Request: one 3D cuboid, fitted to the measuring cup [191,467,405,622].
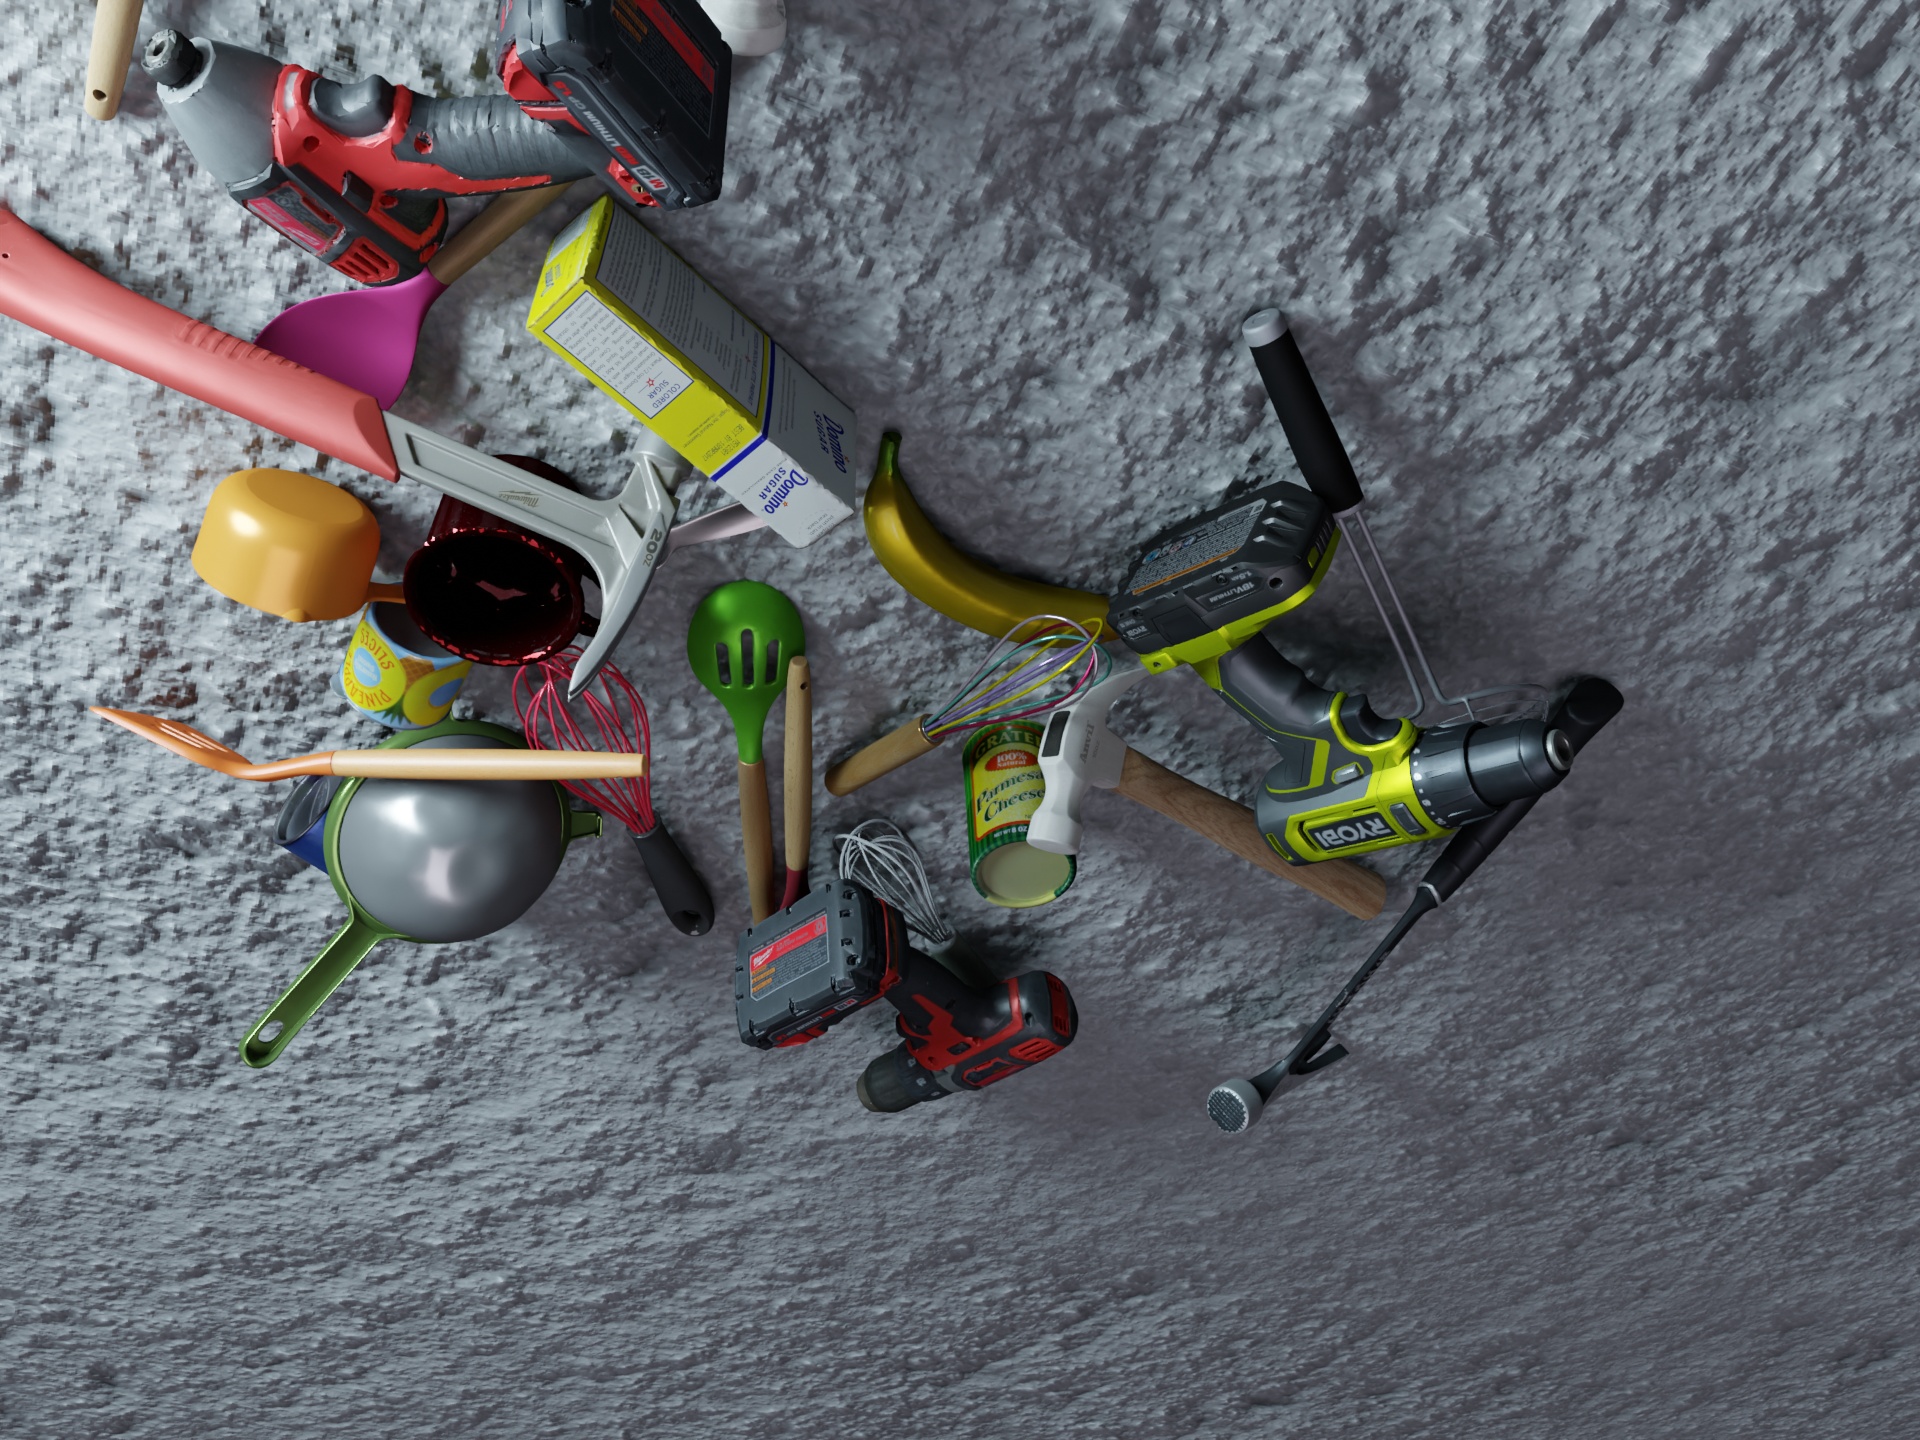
[{"bbox_3d":[-0.320,-0.093,0.865,0.173,0.095,0.052,6,119,-38],"label":"measuring cup"}]

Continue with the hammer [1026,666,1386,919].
[{"bbox_3d":[0.173,0.064,1.023,0.331,0.130,0.031,26,160,-38],"label":"hammer"}]

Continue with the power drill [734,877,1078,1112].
[{"bbox_3d":[-0.053,0.206,1.099,0.188,0.080,0.226,-31,137,29],"label":"power drill"}]

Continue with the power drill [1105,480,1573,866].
[{"bbox_3d":[0.209,-0.018,0.891,0.190,0.080,0.228,-21,119,47],"label":"power drill"}]

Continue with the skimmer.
[{"bbox_3d":[0.241,-0.089,0.926,0.127,0.090,0.363,-22,120,19],"label":"skimmer"}]

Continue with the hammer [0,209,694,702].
[{"bbox_3d":[-0.317,-0.142,0.767,0.359,0.149,0.036,23,164,-8],"label":"hammer"}]

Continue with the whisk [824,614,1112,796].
[{"bbox_3d":[0.000,-0.004,0.953,0.051,0.047,0.245,23,144,-35],"label":"whisk"}]

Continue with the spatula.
[{"bbox_3d":[-0.337,0.016,0.920,0.322,0.041,0.081,0,173,8],"label":"spatula"}]

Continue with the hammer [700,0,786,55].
[{"bbox_3d":[-0.263,-0.345,0.600,0.410,0.038,0.146,1,144,-14],"label":"hammer"}]

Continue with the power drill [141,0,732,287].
[{"bbox_3d":[-0.218,-0.255,0.661,0.220,0.079,0.143,-7,160,23],"label":"power drill"}]

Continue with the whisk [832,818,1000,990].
[{"bbox_3d":[-0.019,0.149,1.123,0.059,0.058,0.246,8,147,38],"label":"whisk"}]

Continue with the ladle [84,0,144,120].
[{"bbox_3d":[-0.310,-0.375,0.625,0.078,0.062,0.320,19,136,-25],"label":"ladle"}]

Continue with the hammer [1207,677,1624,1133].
[{"bbox_3d":[0.319,0.133,1.103,0.149,0.036,0.408,-11,140,-49],"label":"hammer"}]

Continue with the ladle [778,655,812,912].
[{"bbox_3d":[-0.107,0.078,1.044,0.069,0.031,0.315,-26,142,-29],"label":"ladle"}]

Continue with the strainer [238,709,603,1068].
[{"bbox_3d":[-0.339,0.119,0.965,0.256,0.069,0.151,-49,125,-8],"label":"strainer"}]

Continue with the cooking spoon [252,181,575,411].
[{"bbox_3d":[-0.235,-0.232,0.770,0.319,0.017,0.068,-30,123,23],"label":"cooking spoon"}]

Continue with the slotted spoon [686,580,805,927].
[{"bbox_3d":[-0.131,0.041,1.024,0.070,0.031,0.313,-5,135,-8],"label":"slotted spoon"}]

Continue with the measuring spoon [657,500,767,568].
[{"bbox_3d":[-0.137,-0.114,0.892,0.124,0.018,0.034,-16,133,2],"label":"measuring spoon"}]

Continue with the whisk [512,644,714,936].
[{"bbox_3d":[-0.209,0.054,1.013,0.073,0.073,0.295,-10,139,5],"label":"whisk"}]
